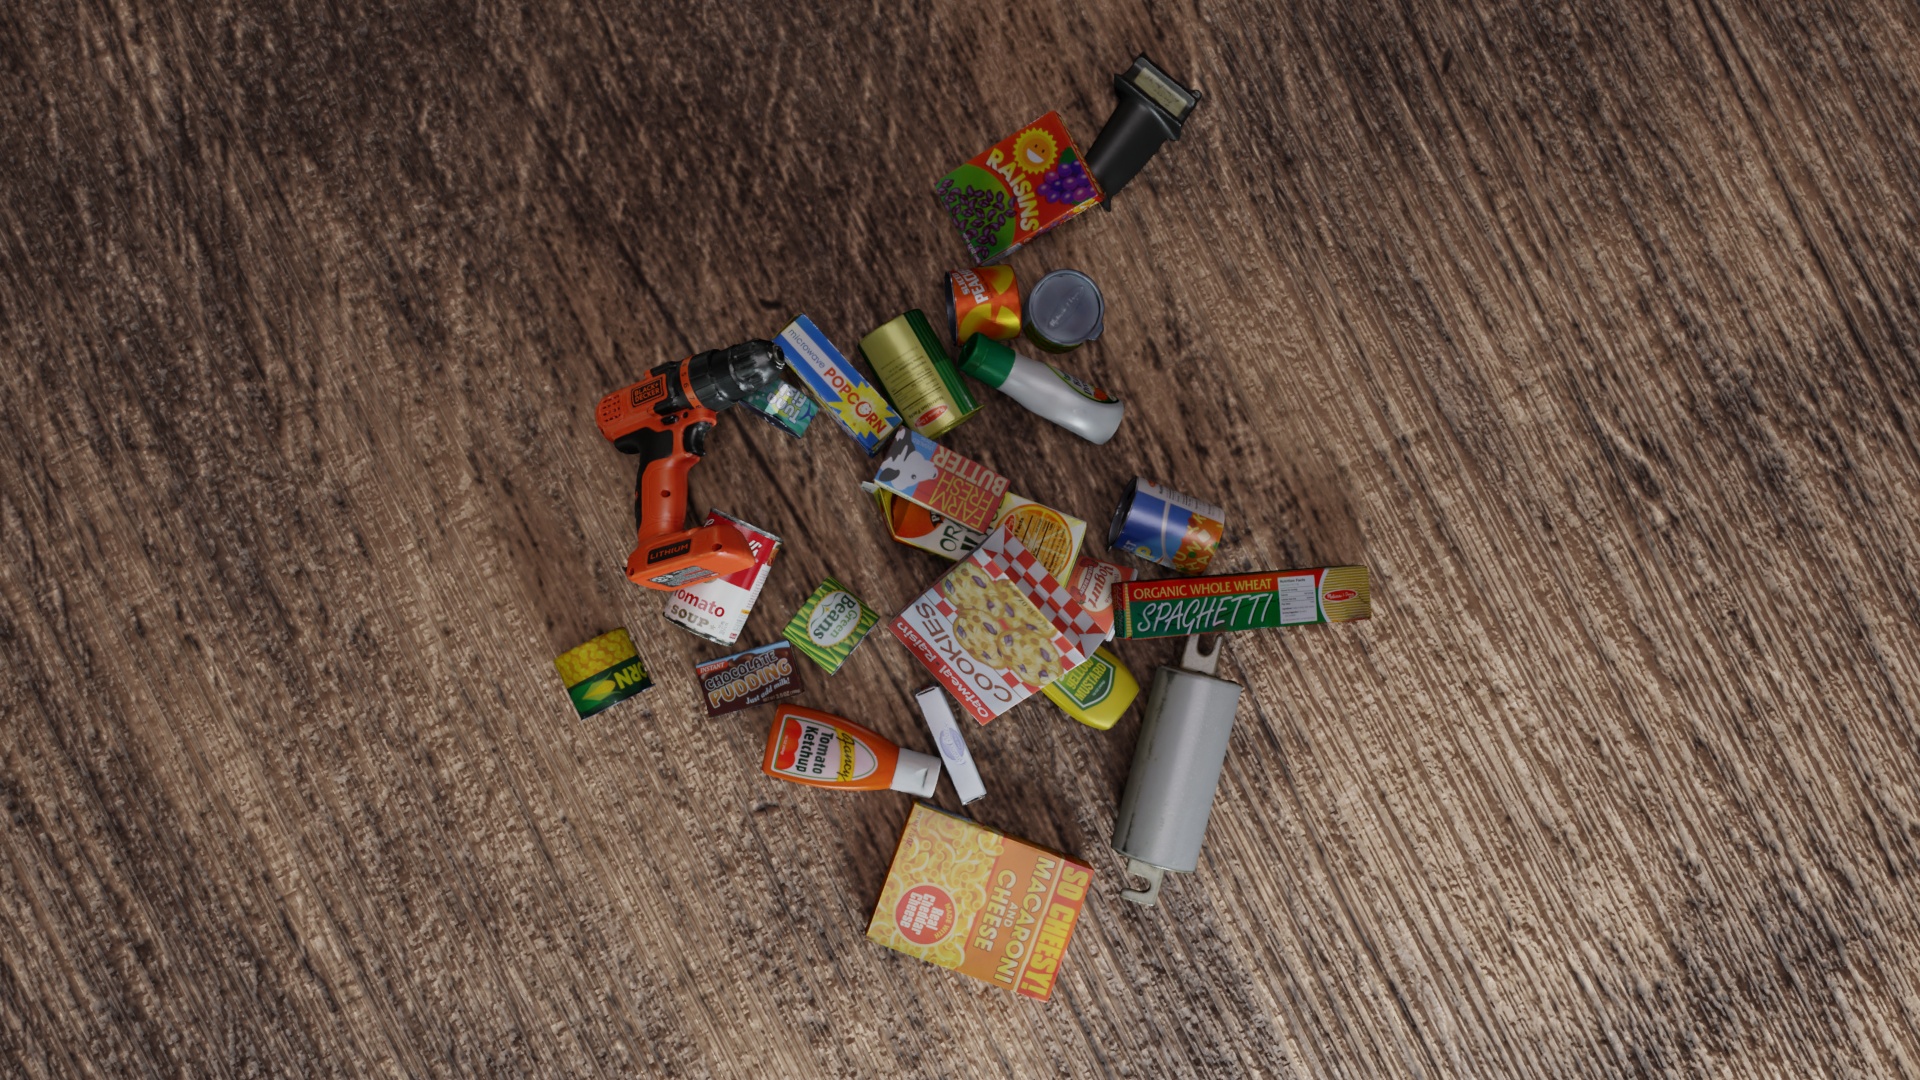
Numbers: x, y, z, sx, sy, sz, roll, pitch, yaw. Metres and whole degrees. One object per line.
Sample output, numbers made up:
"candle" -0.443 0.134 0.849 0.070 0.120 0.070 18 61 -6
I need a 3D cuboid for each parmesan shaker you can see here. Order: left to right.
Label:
"parmesan shaker" -0.034 -0.142 1.204 0.071 0.071 0.103 -30 90 -5

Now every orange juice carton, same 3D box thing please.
"orange juice carton" 0.004 -0.015 1.200 0.193 0.072 0.073 21 87 -4

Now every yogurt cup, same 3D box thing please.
"yogurt cup" 0.118 0.047 1.212 0.054 0.072 0.072 22 87 5

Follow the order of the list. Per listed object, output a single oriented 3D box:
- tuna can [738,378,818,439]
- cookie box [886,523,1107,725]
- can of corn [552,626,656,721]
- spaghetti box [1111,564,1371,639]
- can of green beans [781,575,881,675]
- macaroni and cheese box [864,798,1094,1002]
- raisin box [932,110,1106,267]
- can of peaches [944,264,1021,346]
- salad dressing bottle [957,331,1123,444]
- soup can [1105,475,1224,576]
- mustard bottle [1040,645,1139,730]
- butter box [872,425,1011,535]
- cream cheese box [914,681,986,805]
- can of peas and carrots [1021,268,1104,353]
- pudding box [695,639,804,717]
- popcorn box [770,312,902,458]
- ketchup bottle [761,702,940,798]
"tuna can" -0.157 -0.118 1.191 0.071 0.071 0.033 31 85 -3
"cookie box" 0.027 0.074 1.157 0.123 0.166 0.040 47 50 -2
"can of corn" -0.300 0.111 1.174 0.071 0.071 0.058 -26 90 -5
"spaghetti box" 0.245 0.052 1.202 0.251 0.028 0.050 -3 88 -22
"can of green beans" -0.111 0.072 1.191 0.058 0.071 0.071 40 86 -2
"macaroni and cheese box" 0.016 0.311 1.205 0.166 0.040 0.123 21 86 -3
"raisin box" 0.051 -0.305 1.212 0.123 0.040 0.086 -28 89 16
"can of peaches" 0.019 -0.207 1.209 0.058 0.071 0.071 -7 89 -6
"salad dressing bottle" 0.069 -0.133 1.202 0.147 0.064 0.044 24 107 -19
"soup can" 0.179 -0.009 1.217 0.084 0.071 0.071 21 87 -4
"mustard bottle" 0.078 0.099 1.213 0.160 0.049 0.065 37 83 -3
"butter box" -0.015 -0.049 1.150 0.103 0.024 0.053 26 86 -3
"cream cheese box" -0.009 0.173 1.202 0.024 0.053 0.104 -24 90 -2
"can of peas and carrots" 0.091 -0.199 1.220 0.071 0.058 0.071 0 89 -5
"pudding box" -0.182 0.119 1.202 0.084 0.030 0.049 -14 88 -5
"popcorn box" -0.106 -0.131 1.189 0.038 0.085 0.126 -43 91 -5
"ketchup bottle" -0.093 0.187 1.200 0.149 0.043 0.064 15 88 -4
